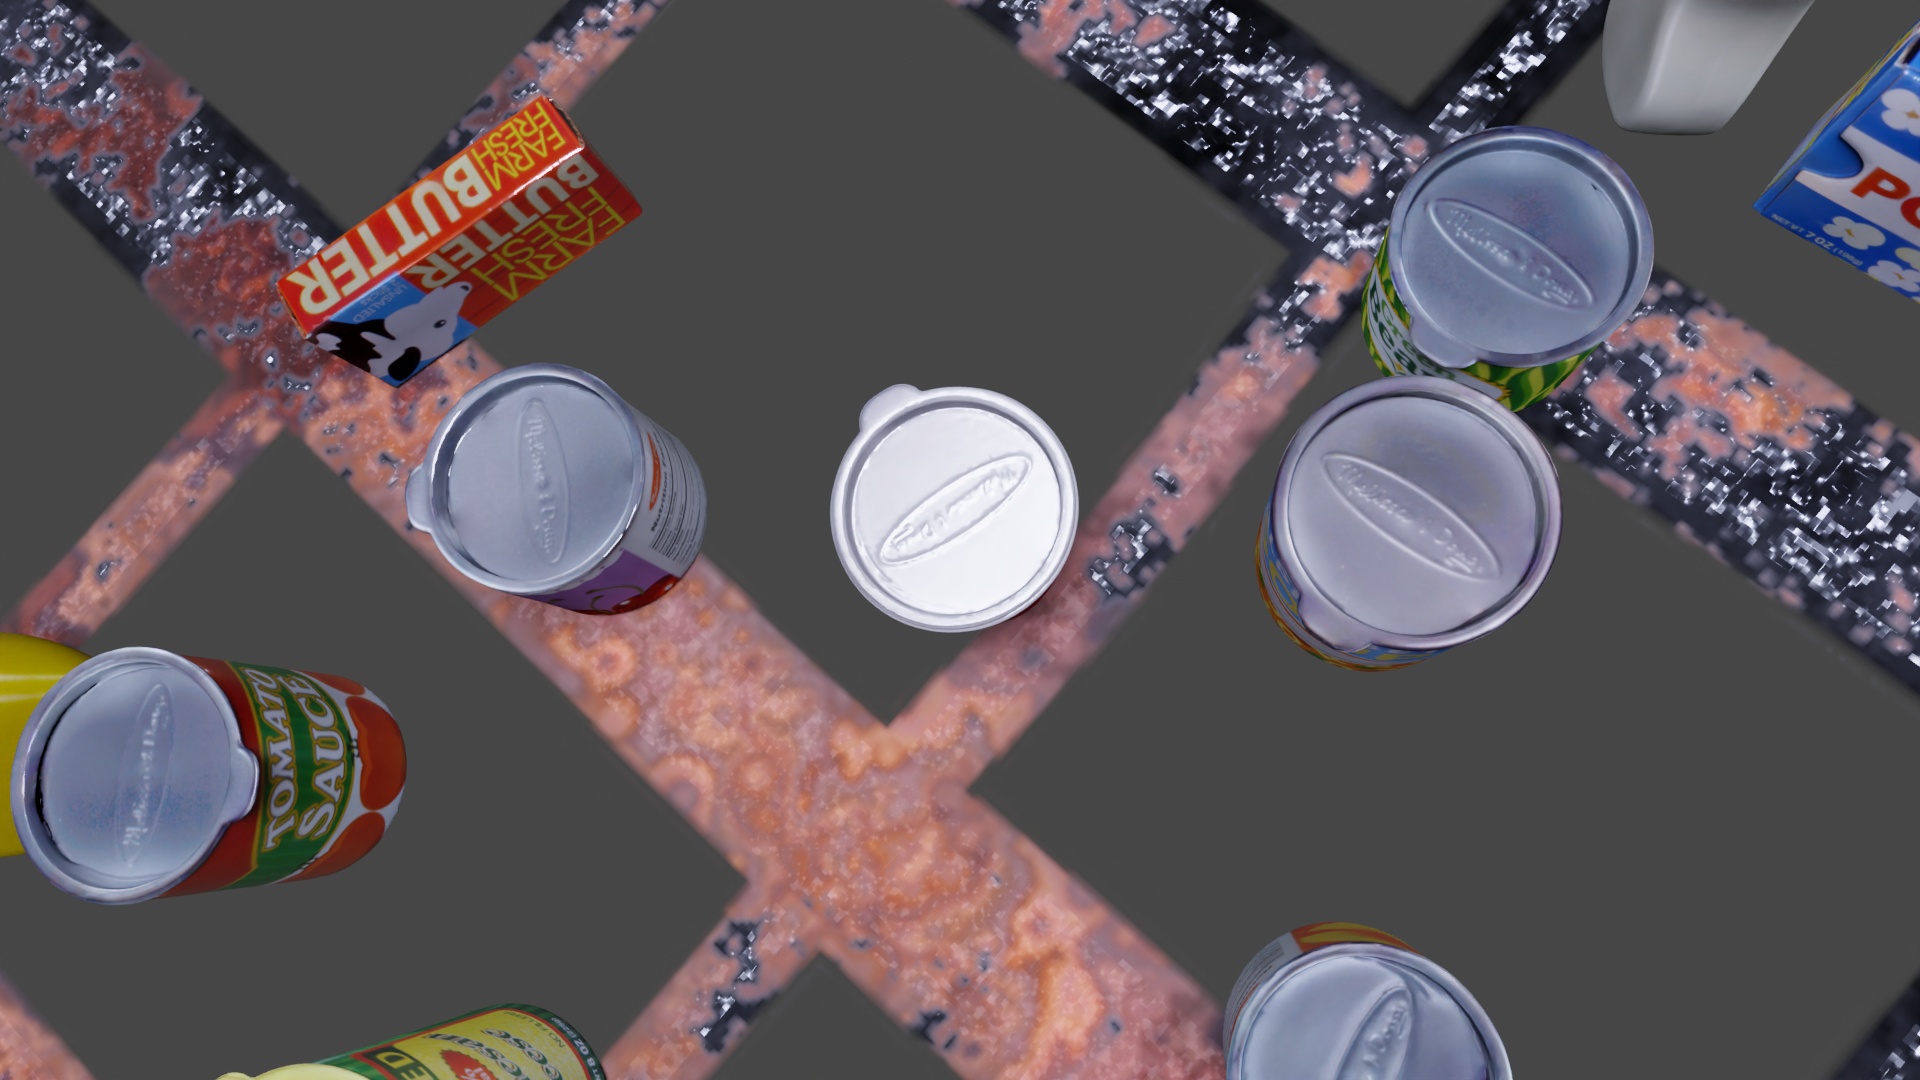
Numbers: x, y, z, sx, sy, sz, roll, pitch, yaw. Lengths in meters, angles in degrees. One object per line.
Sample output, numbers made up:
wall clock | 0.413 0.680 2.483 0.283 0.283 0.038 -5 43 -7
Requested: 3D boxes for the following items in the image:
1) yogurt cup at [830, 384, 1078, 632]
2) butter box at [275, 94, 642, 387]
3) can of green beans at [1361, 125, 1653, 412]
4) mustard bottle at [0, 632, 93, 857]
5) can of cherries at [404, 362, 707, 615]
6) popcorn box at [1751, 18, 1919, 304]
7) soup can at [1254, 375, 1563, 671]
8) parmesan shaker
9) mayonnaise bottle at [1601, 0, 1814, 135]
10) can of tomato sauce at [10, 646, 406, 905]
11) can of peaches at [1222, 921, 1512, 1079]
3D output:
yogurt cup | 0.001 -0.005 0.399 0.072 0.054 0.072 -1 80 8
butter box | -0.156 -0.093 0.439 0.103 0.053 0.024 -35 77 1
can of green beans | 0.149 -0.072 0.388 0.071 0.057 0.071 -1 80 8
mustard bottle | -0.298 0.054 0.377 0.049 0.160 0.065 22 84 12
can of cherries | -0.118 -0.013 0.416 0.071 0.058 0.071 -1 80 8
popcorn box | 0.287 -0.083 0.356 0.127 0.085 0.038 36 87 13
soup can | 0.111 0.002 0.366 0.071 0.083 0.071 -1 80 8
parmesan shaker | -0.143 0.160 0.365 0.071 0.103 0.071 -1 80 8
mayonnaise bottle | 0.204 -0.161 0.350 0.041 0.148 0.065 6 81 10
can of tomato sauce | -0.210 0.067 0.402 0.071 0.083 0.071 -1 80 8
can of peaches | 0.103 0.135 0.356 0.071 0.058 0.071 -1 80 8
